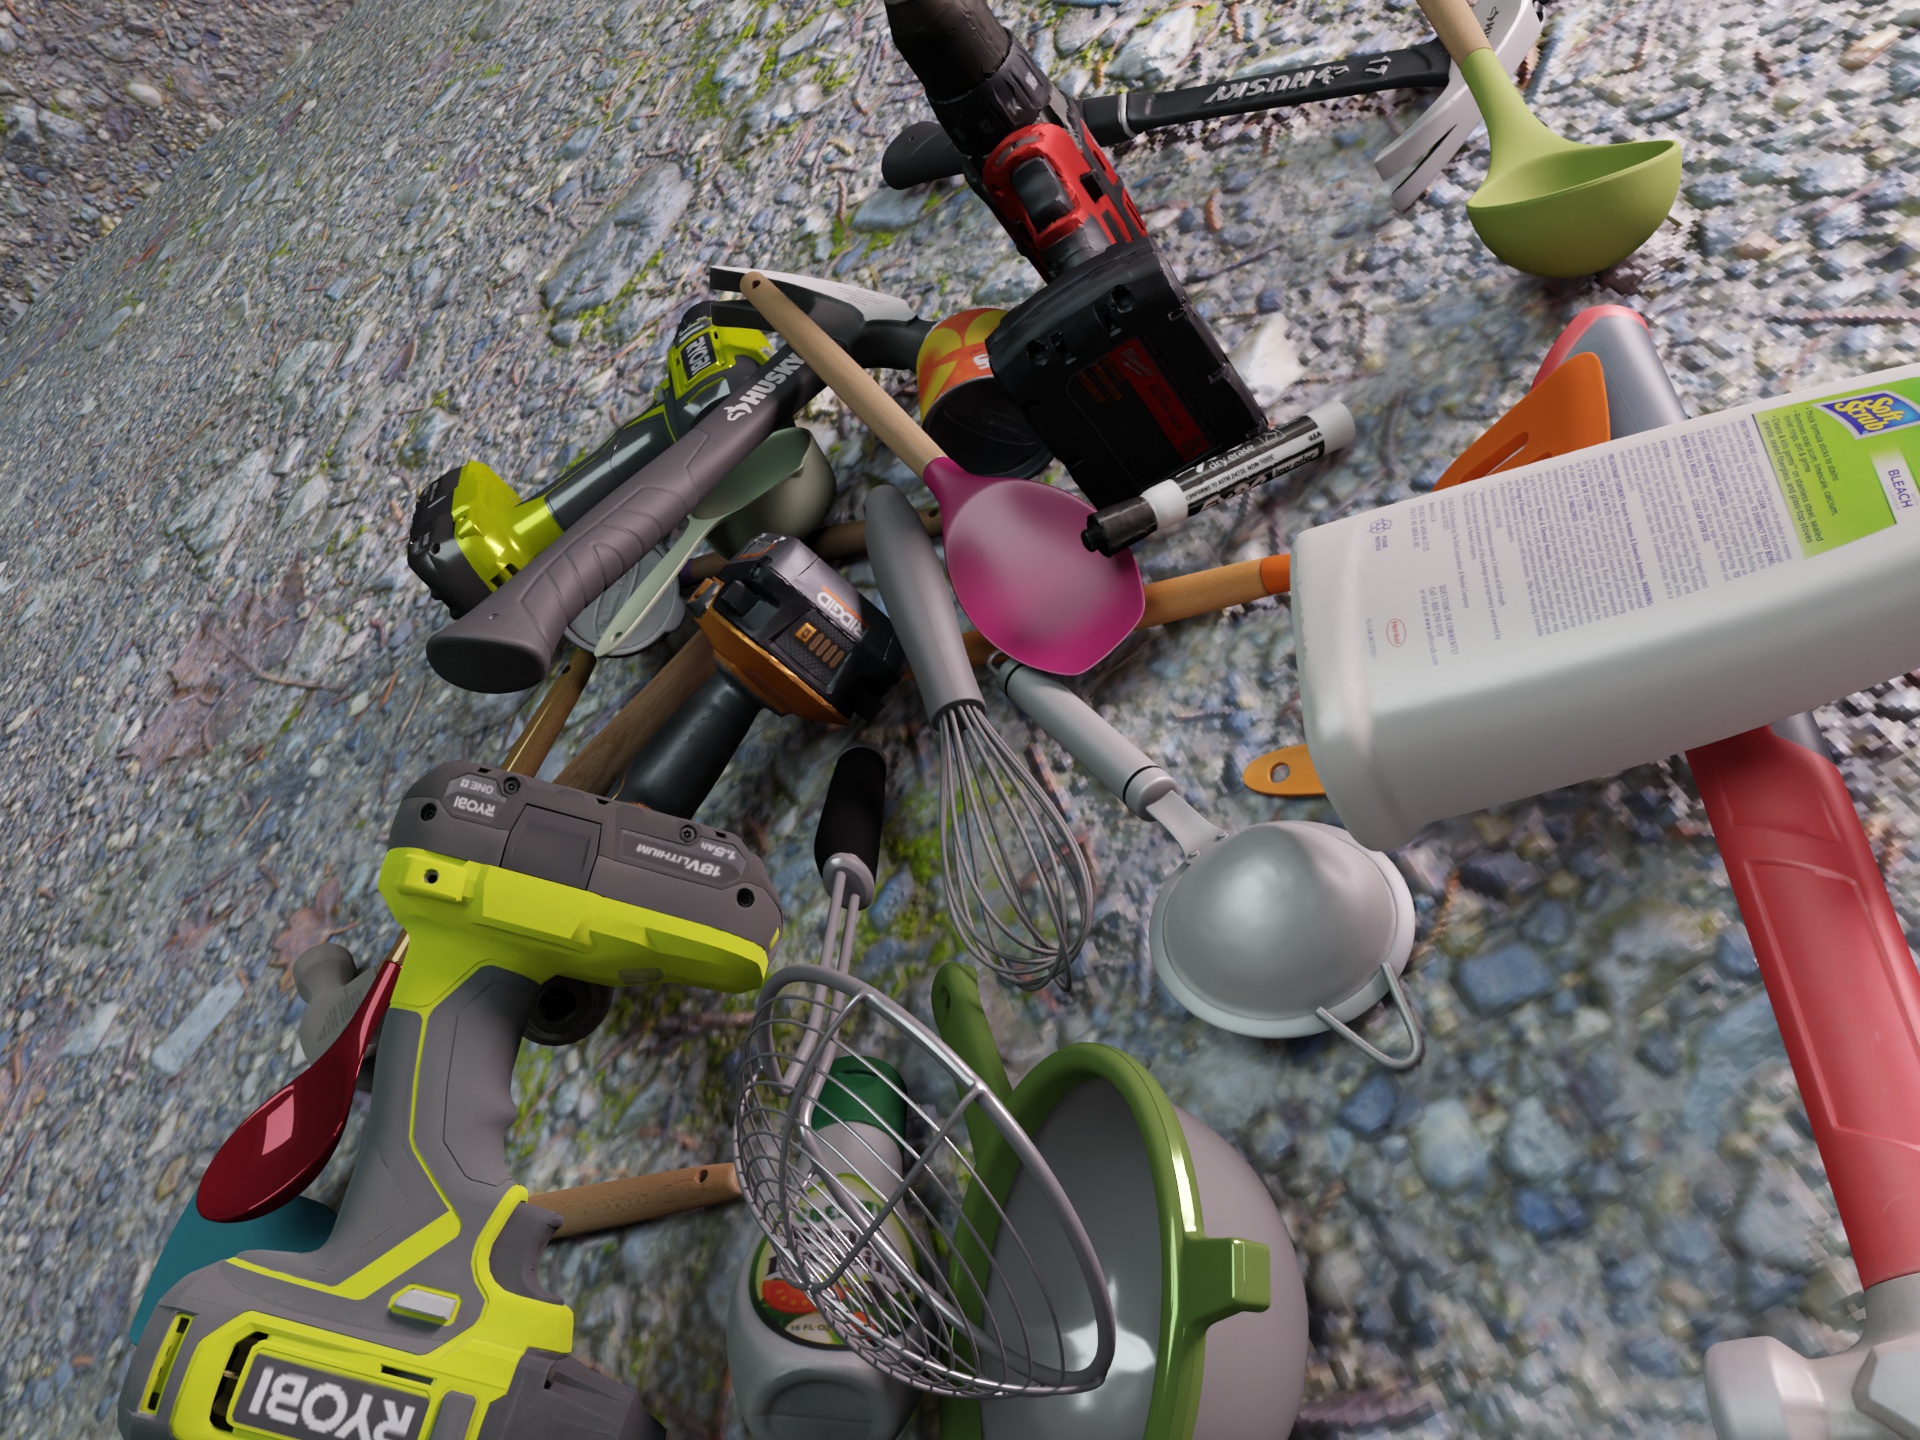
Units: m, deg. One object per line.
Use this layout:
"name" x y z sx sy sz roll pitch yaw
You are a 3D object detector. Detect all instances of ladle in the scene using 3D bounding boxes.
"ladle" 0.209 -0.305 0.673 0.078 0.062 0.320 -17 59 6
"ladle" -0.256 0.095 0.762 0.069 0.031 0.315 4 58 39

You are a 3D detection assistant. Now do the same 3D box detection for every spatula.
"spatula" -0.222 0.214 0.670 0.317 0.044 0.082 -19 40 27
"spatula" -0.121 -0.086 0.851 0.316 0.018 0.060 -5 55 39
"spatula" 0.095 -0.057 0.623 0.322 0.041 0.081 -12 53 36

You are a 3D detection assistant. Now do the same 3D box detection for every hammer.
"hammer" -0.206 0.053 0.799 0.331 0.031 0.130 -46 40 0
"hammer" 0.242 0.007 0.450 0.143 0.038 0.387 -20 46 25
"hammer" 0.102 -0.318 0.841 0.409 0.036 0.149 10 66 45
"hammer" -0.128 -0.121 0.740 0.146 0.035 0.335 22 46 16

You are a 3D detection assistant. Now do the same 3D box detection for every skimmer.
"skimmer" -0.013 0.072 0.524 0.090 0.127 0.363 -20 19 7

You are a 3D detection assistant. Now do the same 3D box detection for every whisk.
"whisk" 0.000 -0.002 0.618 0.055 0.055 0.239 -31 56 17

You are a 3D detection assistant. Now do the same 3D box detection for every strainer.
"strainer" 0.041 0.151 0.490 0.257 0.069 0.151 -116 44 -66
"strainer" 0.071 0.030 0.568 0.087 0.050 0.259 -32 38 -11

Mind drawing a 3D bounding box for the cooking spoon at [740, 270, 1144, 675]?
"cooking spoon" -0.023 -0.125 0.713 0.069 0.017 0.319 -43 54 3

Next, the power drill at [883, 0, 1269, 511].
"power drill" 0.041 -0.216 0.696 0.080 0.187 0.227 -29 47 17

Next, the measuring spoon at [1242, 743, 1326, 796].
"measuring spoon" 0.149 0.016 0.545 0.117 0.011 0.021 -7 58 41

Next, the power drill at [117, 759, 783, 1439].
"power drill" -0.141 0.140 0.516 0.171 0.080 0.223 15 70 -1

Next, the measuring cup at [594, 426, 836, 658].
"measuring cup" -0.121 -0.080 0.790 0.083 0.038 0.168 2 48 44

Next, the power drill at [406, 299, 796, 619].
"power drill" -0.204 -0.155 0.929 0.228 0.080 0.191 -33 33 7

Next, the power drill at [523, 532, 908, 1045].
"power drill" -0.120 0.030 0.671 0.226 0.084 0.185 -50 16 -3
